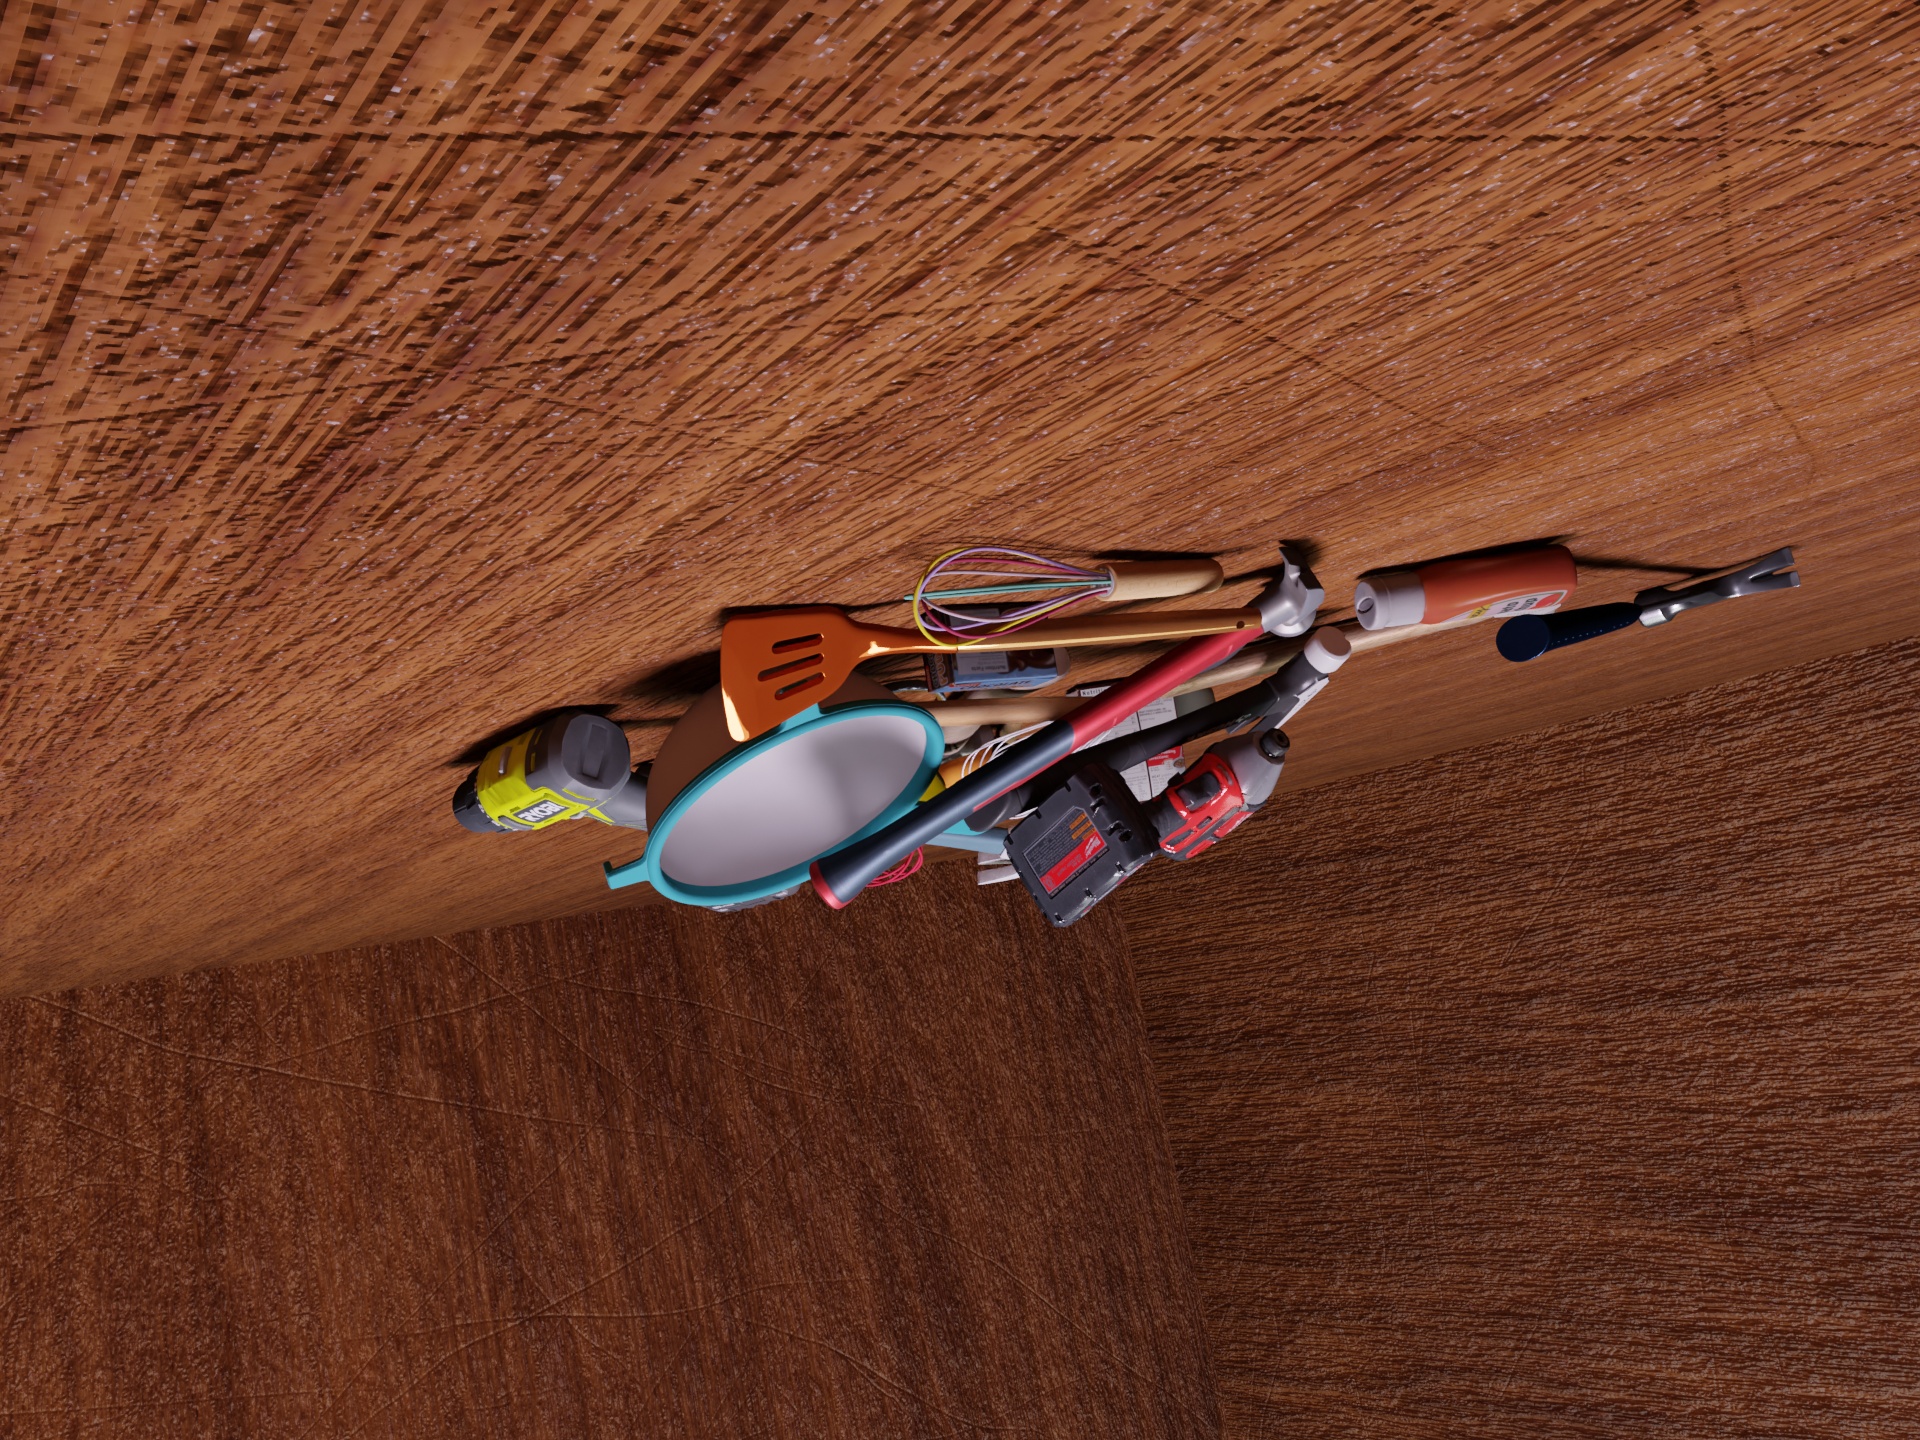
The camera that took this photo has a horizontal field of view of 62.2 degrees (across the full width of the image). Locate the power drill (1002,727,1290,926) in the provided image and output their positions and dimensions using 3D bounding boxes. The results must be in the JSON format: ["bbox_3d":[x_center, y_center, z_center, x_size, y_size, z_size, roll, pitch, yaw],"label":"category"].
[{"bbox_3d":[0.149,0.067,1.176,0.219,0.079,0.143,-15,157,-46],"label":"power drill"}]

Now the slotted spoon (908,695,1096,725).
[{"bbox_3d":[-0.034,-0.004,1.141,0.313,0.031,0.070,-3,155,-2],"label":"slotted spoon"}]

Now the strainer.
[{"bbox_3d":[-0.088,0.032,1.098,0.211,0.095,0.340,-42,154,22],"label":"strainer"}]

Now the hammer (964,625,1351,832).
[{"bbox_3d":[0.143,0.019,1.210,0.334,0.035,0.146,-20,159,-30],"label":"hammer"}]

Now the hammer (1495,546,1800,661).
[{"bbox_3d":[0.553,-0.091,1.297,0.405,0.035,0.144,-12,175,-45],"label":"hammer"}]

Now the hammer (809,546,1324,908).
[{"bbox_3d":[0.064,0.010,1.042,0.386,0.038,0.143,-32,169,6],"label":"hammer"}]

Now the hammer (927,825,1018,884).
[{"bbox_3d":[-0.073,0.091,1.390,0.331,0.033,0.128,8,150,-11],"label":"hammer"}]

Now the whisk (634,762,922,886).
[{"bbox_3d":[-0.153,0.075,1.277,0.296,0.073,0.073,13,-174,32],"label":"whisk"}]

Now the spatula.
[{"bbox_3d":[0.023,-0.043,0.919,0.322,0.081,0.041,-5,-148,-10],"label":"spatula"}]

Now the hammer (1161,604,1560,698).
[{"bbox_3d":[0.320,-0.067,1.309,0.331,0.031,0.130,-13,172,18],"label":"hammer"}]

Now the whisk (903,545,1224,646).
[{"bbox_3d":[0.064,-0.073,0.888,0.245,0.047,0.051,-8,171,-42],"label":"whisk"}]

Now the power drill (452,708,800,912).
[{"bbox_3d":[-0.242,0.070,1.158,0.228,0.080,0.190,24,151,-34],"label":"power drill"}]

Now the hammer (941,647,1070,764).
[{"bbox_3d":[-0.002,-0.004,1.302,0.146,0.038,0.410,-8,171,-13],"label":"hammer"}]

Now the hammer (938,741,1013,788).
[{"bbox_3d":[-0.092,0.077,1.435,0.337,0.034,0.127,-21,143,35],"label":"hammer"}]

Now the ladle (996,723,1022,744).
[{"bbox_3d":[0.045,0.021,1.580,0.069,0.031,0.315,-9,170,-5],"label":"ladle"}]

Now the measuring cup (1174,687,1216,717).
[{"bbox_3d":[0.195,-0.009,1.532,0.083,0.038,0.167,-10,174,-9],"label":"measuring cup"}]

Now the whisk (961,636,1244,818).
[{"bbox_3d":[0.111,-0.005,1.241,0.284,0.070,0.070,-35,161,30],"label":"whisk"}]
